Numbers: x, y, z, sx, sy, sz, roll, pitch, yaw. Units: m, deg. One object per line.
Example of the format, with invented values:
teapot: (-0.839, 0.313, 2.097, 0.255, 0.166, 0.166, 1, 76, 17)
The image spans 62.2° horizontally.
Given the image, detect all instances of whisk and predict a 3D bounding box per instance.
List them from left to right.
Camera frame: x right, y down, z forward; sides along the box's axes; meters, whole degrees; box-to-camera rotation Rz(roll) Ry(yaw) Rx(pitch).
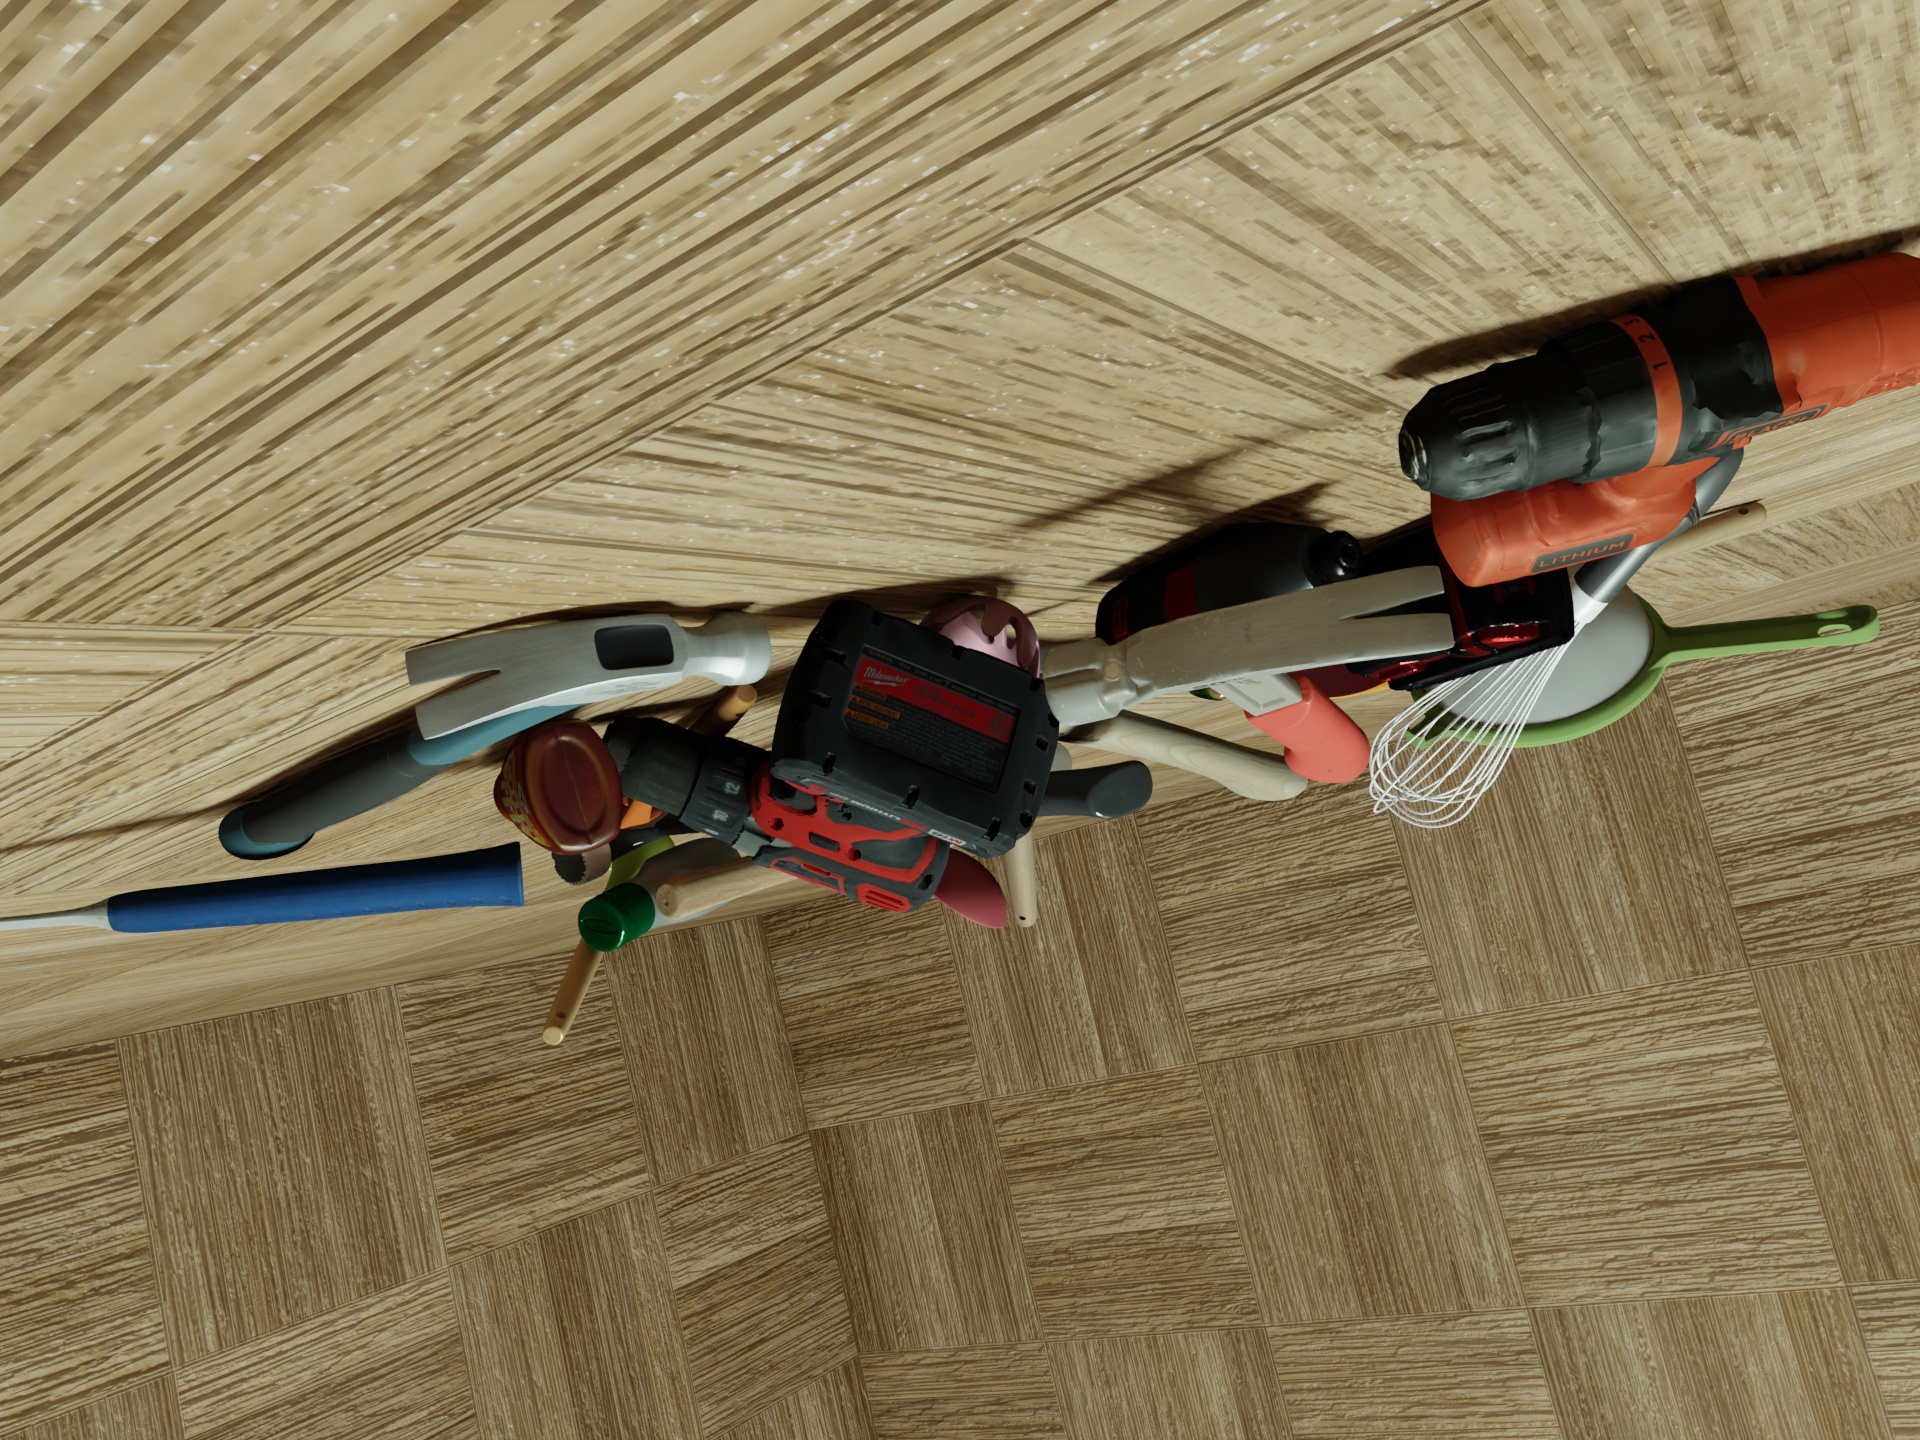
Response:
whisk: (0.308, -0.042, 0.841, 0.070, 0.070, 0.284, -8, 143, -39)

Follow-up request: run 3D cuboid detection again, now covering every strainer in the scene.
strainer: (0.381, -0.061, 0.918, 0.256, 0.069, 0.152, -5, -140, 32)

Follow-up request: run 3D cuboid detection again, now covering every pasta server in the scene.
pasta server: (0.022, 0.035, 0.823, 0.060, 0.040, 0.316, 15, 148, 16)

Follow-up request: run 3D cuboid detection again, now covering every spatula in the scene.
spatula: (-0.179, 0.025, 0.932, 0.081, 0.041, 0.322, -12, 169, -29)

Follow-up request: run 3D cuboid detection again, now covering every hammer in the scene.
hammer: (-0.422, 0.094, 0.773, 0.405, 0.035, 0.144, -4, 171, -16)
hammer: (-0.234, 0.014, 0.695, 0.331, 0.033, 0.128, -20, 171, 40)
hammer: (-0.066, 0.057, 0.994, 0.409, 0.036, 0.149, -7, -171, 35)
hammer: (-0.071, 0.085, 1.130, 0.331, 0.031, 0.130, -15, 163, -42)
hammer: (0.124, 0.011, 0.974, 0.146, 0.038, 0.410, -8, 167, 35)
hammer: (0.162, -0.007, 0.736, 0.149, 0.037, 0.359, -11, 169, 20)

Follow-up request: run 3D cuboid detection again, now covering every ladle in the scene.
ladle: (-0.249, 0.145, 1.096, 0.078, 0.062, 0.320, 23, -163, -9)
ladle: (-0.014, 0.096, 1.015, 0.031, 0.069, 0.315, -55, -176, -6)

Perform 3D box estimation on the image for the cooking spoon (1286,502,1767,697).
cooking spoon: (0.366, -0.080, 1.033, 0.319, 0.069, 0.017, -20, 136, 5)

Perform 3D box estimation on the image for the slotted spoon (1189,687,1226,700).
slotted spoon: (0.163, -0.026, 0.960, 0.070, 0.031, 0.314, -27, 177, 12)

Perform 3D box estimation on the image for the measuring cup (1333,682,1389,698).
measuring cup: (0.329, -0.063, 1.082, 0.173, 0.052, 0.095, -19, 171, 24)

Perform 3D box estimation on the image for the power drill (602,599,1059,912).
power drill: (-0.070, 0.023, 0.752, 0.187, 0.080, 0.226, 22, 158, -13)

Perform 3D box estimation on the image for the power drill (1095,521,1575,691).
power drill: (0.188, -0.060, 0.766, 0.219, 0.078, 0.143, -5, 169, -35)
